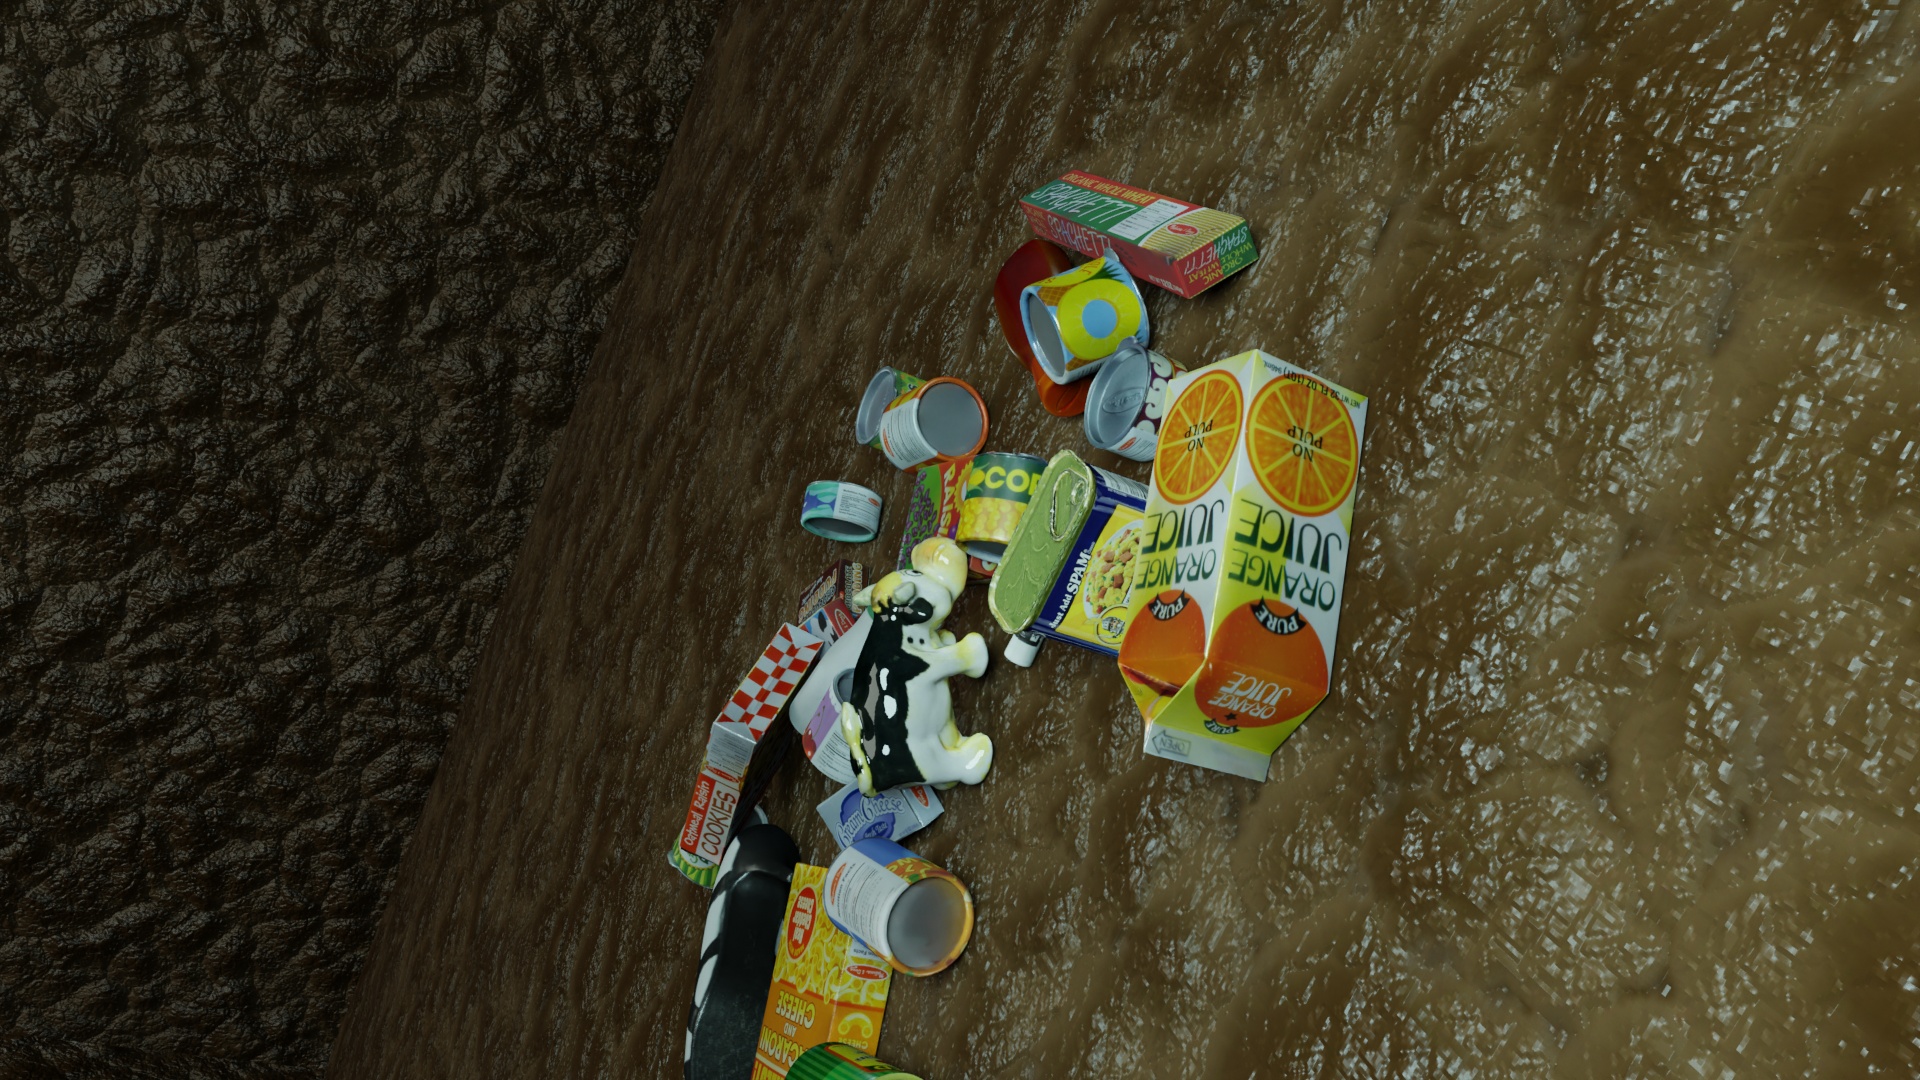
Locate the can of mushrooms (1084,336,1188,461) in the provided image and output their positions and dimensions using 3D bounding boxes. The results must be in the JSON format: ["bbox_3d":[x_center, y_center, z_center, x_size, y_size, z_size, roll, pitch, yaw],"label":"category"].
[{"bbox_3d":[0.106,-0.084,0.830,0.070,0.033,0.071,-44,36,46],"label":"can of mushrooms"}]

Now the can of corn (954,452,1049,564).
[{"bbox_3d":[0.034,-0.019,0.889,0.071,0.071,0.058,-13,61,62],"label":"can of corn"}]

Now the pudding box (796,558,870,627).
[{"bbox_3d":[-0.109,0.054,1.179,0.083,0.030,0.050,-37,43,51],"label":"pudding box"}]

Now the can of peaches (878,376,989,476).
[{"bbox_3d":[-0.018,-0.087,1.051,0.058,0.071,0.071,-17,58,60],"label":"can of peaches"}]

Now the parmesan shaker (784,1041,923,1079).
[{"bbox_3d":[-0.064,0.344,0.840,0.103,0.071,0.071,-15,60,61],"label":"parmesan shaker"}]

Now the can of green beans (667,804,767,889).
[{"bbox_3d":[-0.207,0.256,1.199,0.057,0.071,0.071,-59,28,24],"label":"can of green beans"}]

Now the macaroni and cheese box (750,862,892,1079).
[{"bbox_3d":[-0.094,0.313,0.960,0.123,0.040,0.167,-18,58,61],"label":"macaroni and cheese box"}]

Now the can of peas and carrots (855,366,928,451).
[{"bbox_3d":[-0.043,-0.100,1.116,0.070,0.059,0.071,-42,38,46],"label":"can of peas and carrots"}]

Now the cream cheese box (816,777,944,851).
[{"bbox_3d":[-0.057,0.186,0.960,0.053,0.024,0.103,58,137,10],"label":"cream cheese box"}]

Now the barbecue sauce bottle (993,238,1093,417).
[{"bbox_3d":[0.060,-0.144,0.955,0.064,0.043,0.149,-52,32,32],"label":"barbecue sauce bottle"}]

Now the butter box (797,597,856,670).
[{"bbox_3d":[-0.115,0.091,1.143,0.053,0.024,0.103,59,140,7],"label":"butter box"}]

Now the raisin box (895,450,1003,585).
[{"bbox_3d":[0.004,-0.012,0.985,0.123,0.040,0.086,-8,67,64],"label":"raisin box"}]

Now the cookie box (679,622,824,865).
[{"bbox_3d":[-0.170,0.165,1.119,0.123,0.040,0.166,-60,-6,-49],"label":"cookie box"}]

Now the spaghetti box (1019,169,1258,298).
[{"bbox_3d":[0.106,-0.202,0.890,0.050,0.028,0.251,-30,27,-6],"label":"spaghetti box"}]

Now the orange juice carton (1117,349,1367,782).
[{"bbox_3d":[0.132,0.014,0.664,0.073,0.072,0.193,-16,59,61],"label":"orange juice carton"}]

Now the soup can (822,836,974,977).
[{"bbox_3d":[-0.037,0.229,0.871,0.084,0.071,0.071,7,79,60],"label":"soup can"}]

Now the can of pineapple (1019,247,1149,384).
[{"bbox_3d":[0.076,-0.139,0.864,0.071,0.058,0.071,159,89,-78],"label":"can of pineapple"}]

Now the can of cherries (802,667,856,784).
[{"bbox_3d":[-0.074,0.134,1.013,0.058,0.071,0.072,-60,27,26],"label":"can of cherries"}]

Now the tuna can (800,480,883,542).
[{"bbox_3d":[-0.102,-0.024,1.173,0.071,0.071,0.033,-22,54,59],"label":"tuna can"}]

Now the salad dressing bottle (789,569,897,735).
[{"bbox_3d":[-0.075,0.089,1.058,0.044,0.064,0.147,42,110,22],"label":"salad dressing bottle"}]
